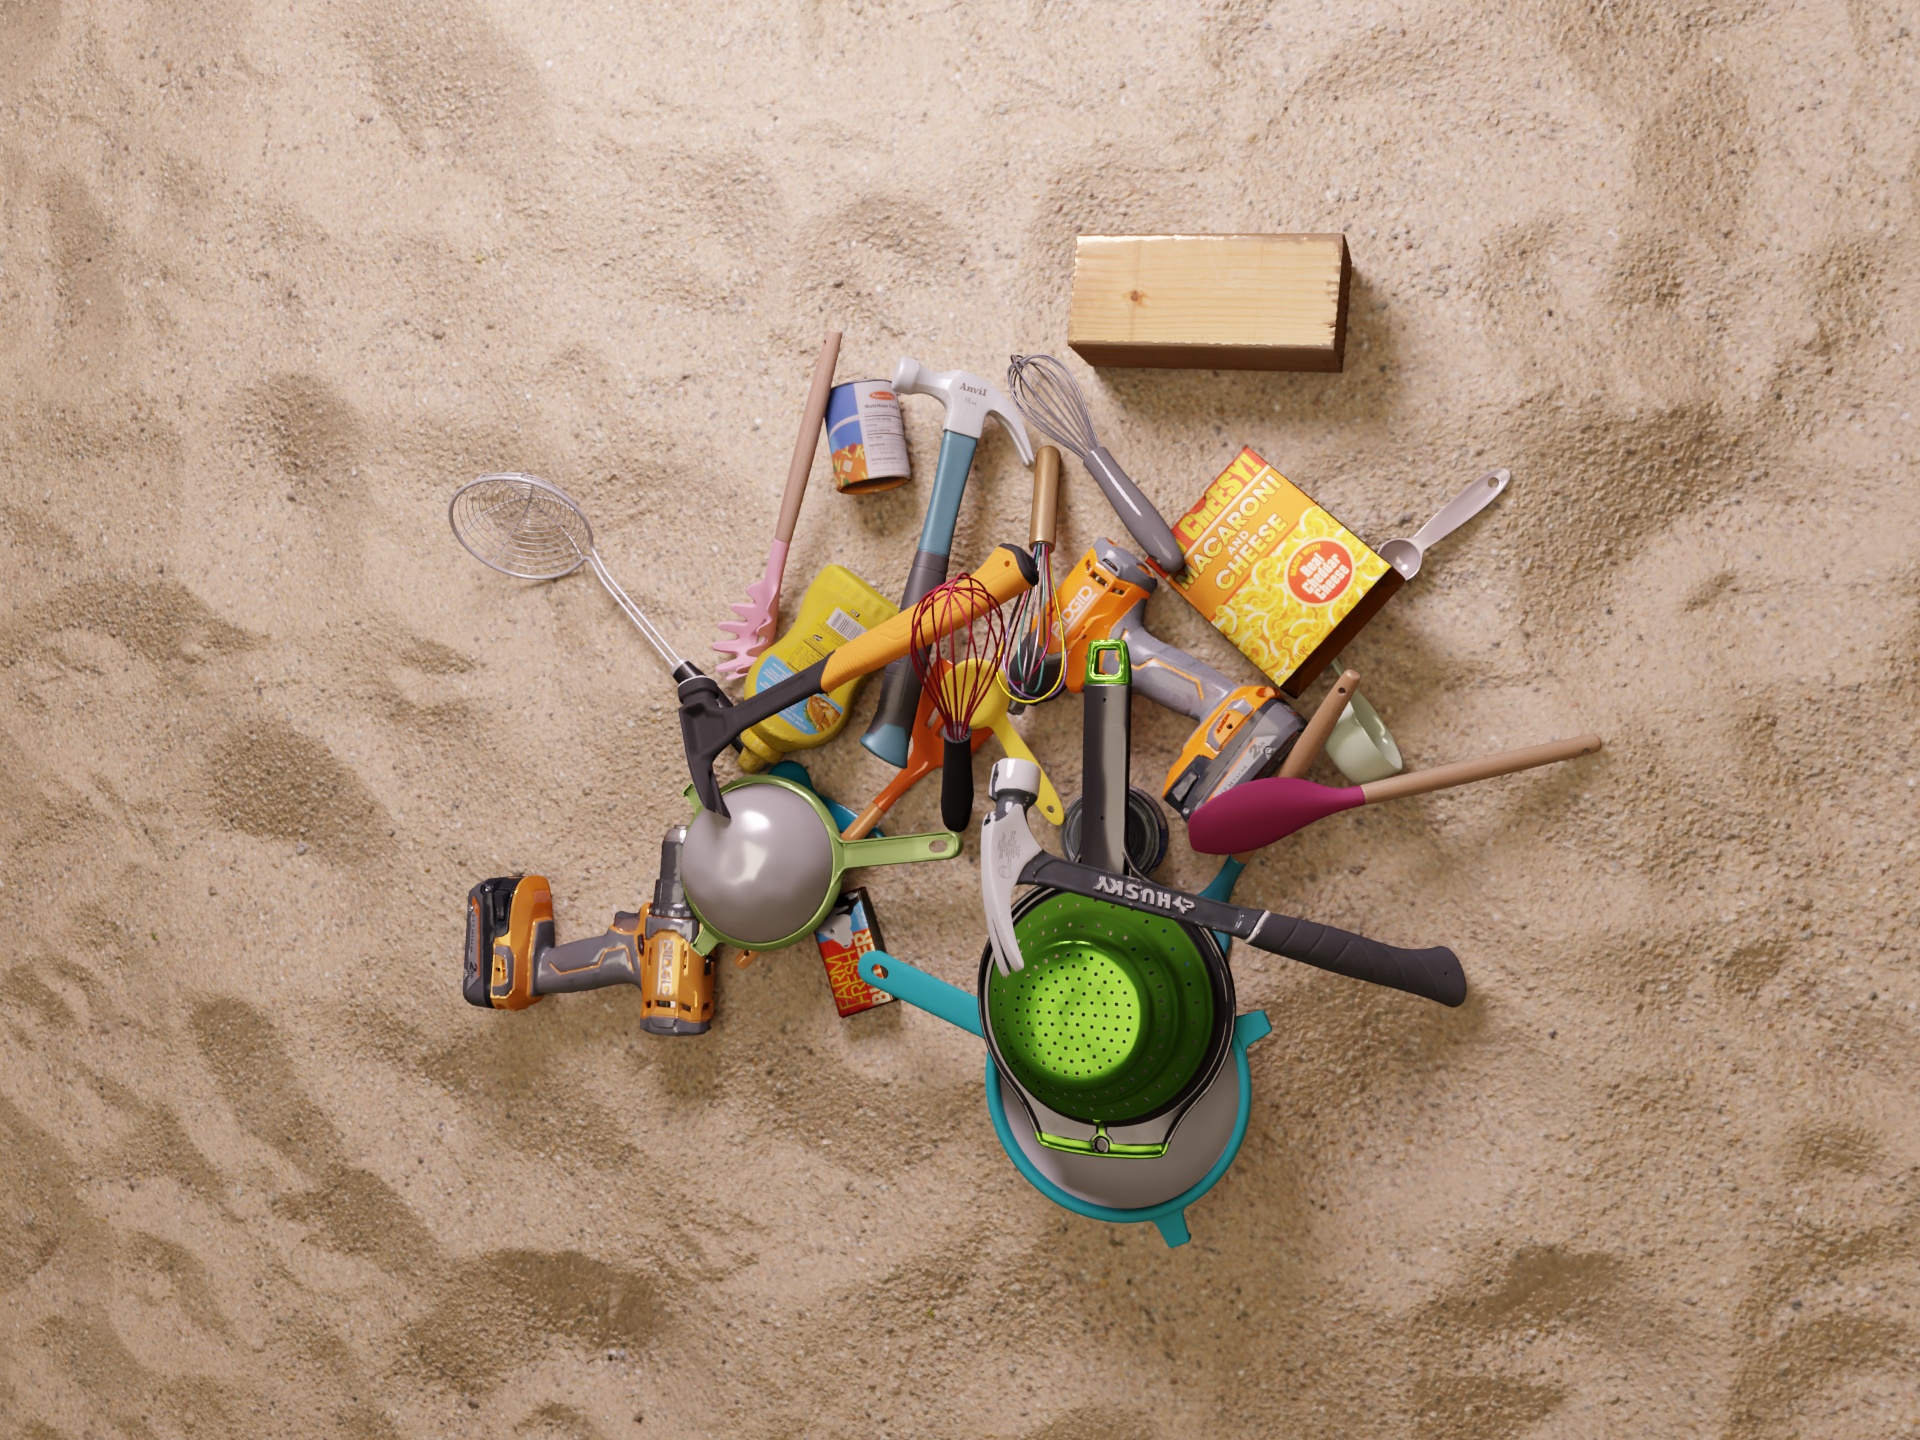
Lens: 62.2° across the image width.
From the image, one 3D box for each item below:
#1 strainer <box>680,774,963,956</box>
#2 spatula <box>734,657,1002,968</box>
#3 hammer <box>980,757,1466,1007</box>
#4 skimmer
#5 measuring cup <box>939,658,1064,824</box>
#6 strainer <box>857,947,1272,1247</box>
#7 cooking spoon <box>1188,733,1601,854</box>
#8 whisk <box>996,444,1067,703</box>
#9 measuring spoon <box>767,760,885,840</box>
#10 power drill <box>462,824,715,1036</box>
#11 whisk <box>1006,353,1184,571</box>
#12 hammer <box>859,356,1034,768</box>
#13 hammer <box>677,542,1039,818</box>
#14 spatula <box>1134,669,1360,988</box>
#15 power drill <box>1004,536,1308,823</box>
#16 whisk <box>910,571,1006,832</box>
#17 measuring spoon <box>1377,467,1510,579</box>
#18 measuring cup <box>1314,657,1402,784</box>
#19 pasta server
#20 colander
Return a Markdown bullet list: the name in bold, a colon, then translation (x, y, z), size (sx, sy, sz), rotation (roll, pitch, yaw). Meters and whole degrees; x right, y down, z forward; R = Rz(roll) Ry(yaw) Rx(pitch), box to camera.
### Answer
- **strainer**: translation (-0.128, 0.113, 1.322), size (0.256, 0.069, 0.151), rotation (-7, 82, 16)
- **spatula**: translation (-0.088, 0.091, 1.359), size (0.081, 0.041, 0.322), rotation (42, 95, 14)
- **hammer**: translation (0.199, 0.150, 1.158), size (0.408, 0.036, 0.149), rotation (17, 65, -19)
- **skimmer**: translation (-0.310, -0.080, 1.418), size (0.363, 0.090, 0.127), rotation (48, 136, 10)
- **measuring cup**: translation (0.036, 0.021, 1.296), size (0.062, 0.029, 0.156), rotation (-36, 82, 32)
- **strainer**: translation (0.077, 0.261, 1.290), size (0.340, 0.095, 0.211), rotation (22, 93, 22)
- **cooking spoon**: translation (0.326, 0.051, 1.194), size (0.319, 0.017, 0.068), rotation (-13, 127, -2)
- **whisk**: translation (0.060, -0.121, 1.273), size (0.047, 0.051, 0.245), rotation (-16, 54, 33)
- **measuring spoon**: translation (-0.119, 0.078, 1.389), size (0.129, 0.021, 0.042), rotation (31, 99, 16)
- **power drill**: translation (-0.325, 0.182, 1.428), size (0.226, 0.084, 0.185), rotation (2, 88, 14)
- **whisk**: translation (0.109, -0.211, 1.288), size (0.055, 0.055, 0.239), rotation (-39, 69, 14)
- **hammer**: translation (-0.027, -0.125, 1.318), size (0.128, 0.033, 0.331), rotation (13, 90, -11)
- **hammer**: translation (-0.084, -0.043, 1.275), size (0.337, 0.034, 0.127), rotation (-27, 59, 20)
- **spatula**: translation (0.226, 0.093, 1.236), size (0.082, 0.044, 0.317), rotation (34, 121, 16)
- **power drill**: translation (0.146, -0.017, 1.277), size (0.227, 0.084, 0.164), rotation (44, 104, 17)
- **whisk**: translation (-0.002, -0.004, 1.246), size (0.073, 0.295, 0.073), rotation (0, 50, 0)
- **measuring spoon**: translation (0.377, -0.153, 1.238), size (0.124, 0.018, 0.034), rotation (-40, 78, 7)
- **measuring cup**: translation (0.286, -0.023, 1.243), size (0.038, 0.083, 0.168), rotation (-36, 63, 23)
- **pasta server**: translation (-0.152, -0.181, 1.359), size (0.060, 0.040, 0.316), rotation (40, 120, 47)
- **colander**: translation (0.098, 0.133, 1.191), size (0.204, 0.094, 0.397), rotation (0, 86, 20)
